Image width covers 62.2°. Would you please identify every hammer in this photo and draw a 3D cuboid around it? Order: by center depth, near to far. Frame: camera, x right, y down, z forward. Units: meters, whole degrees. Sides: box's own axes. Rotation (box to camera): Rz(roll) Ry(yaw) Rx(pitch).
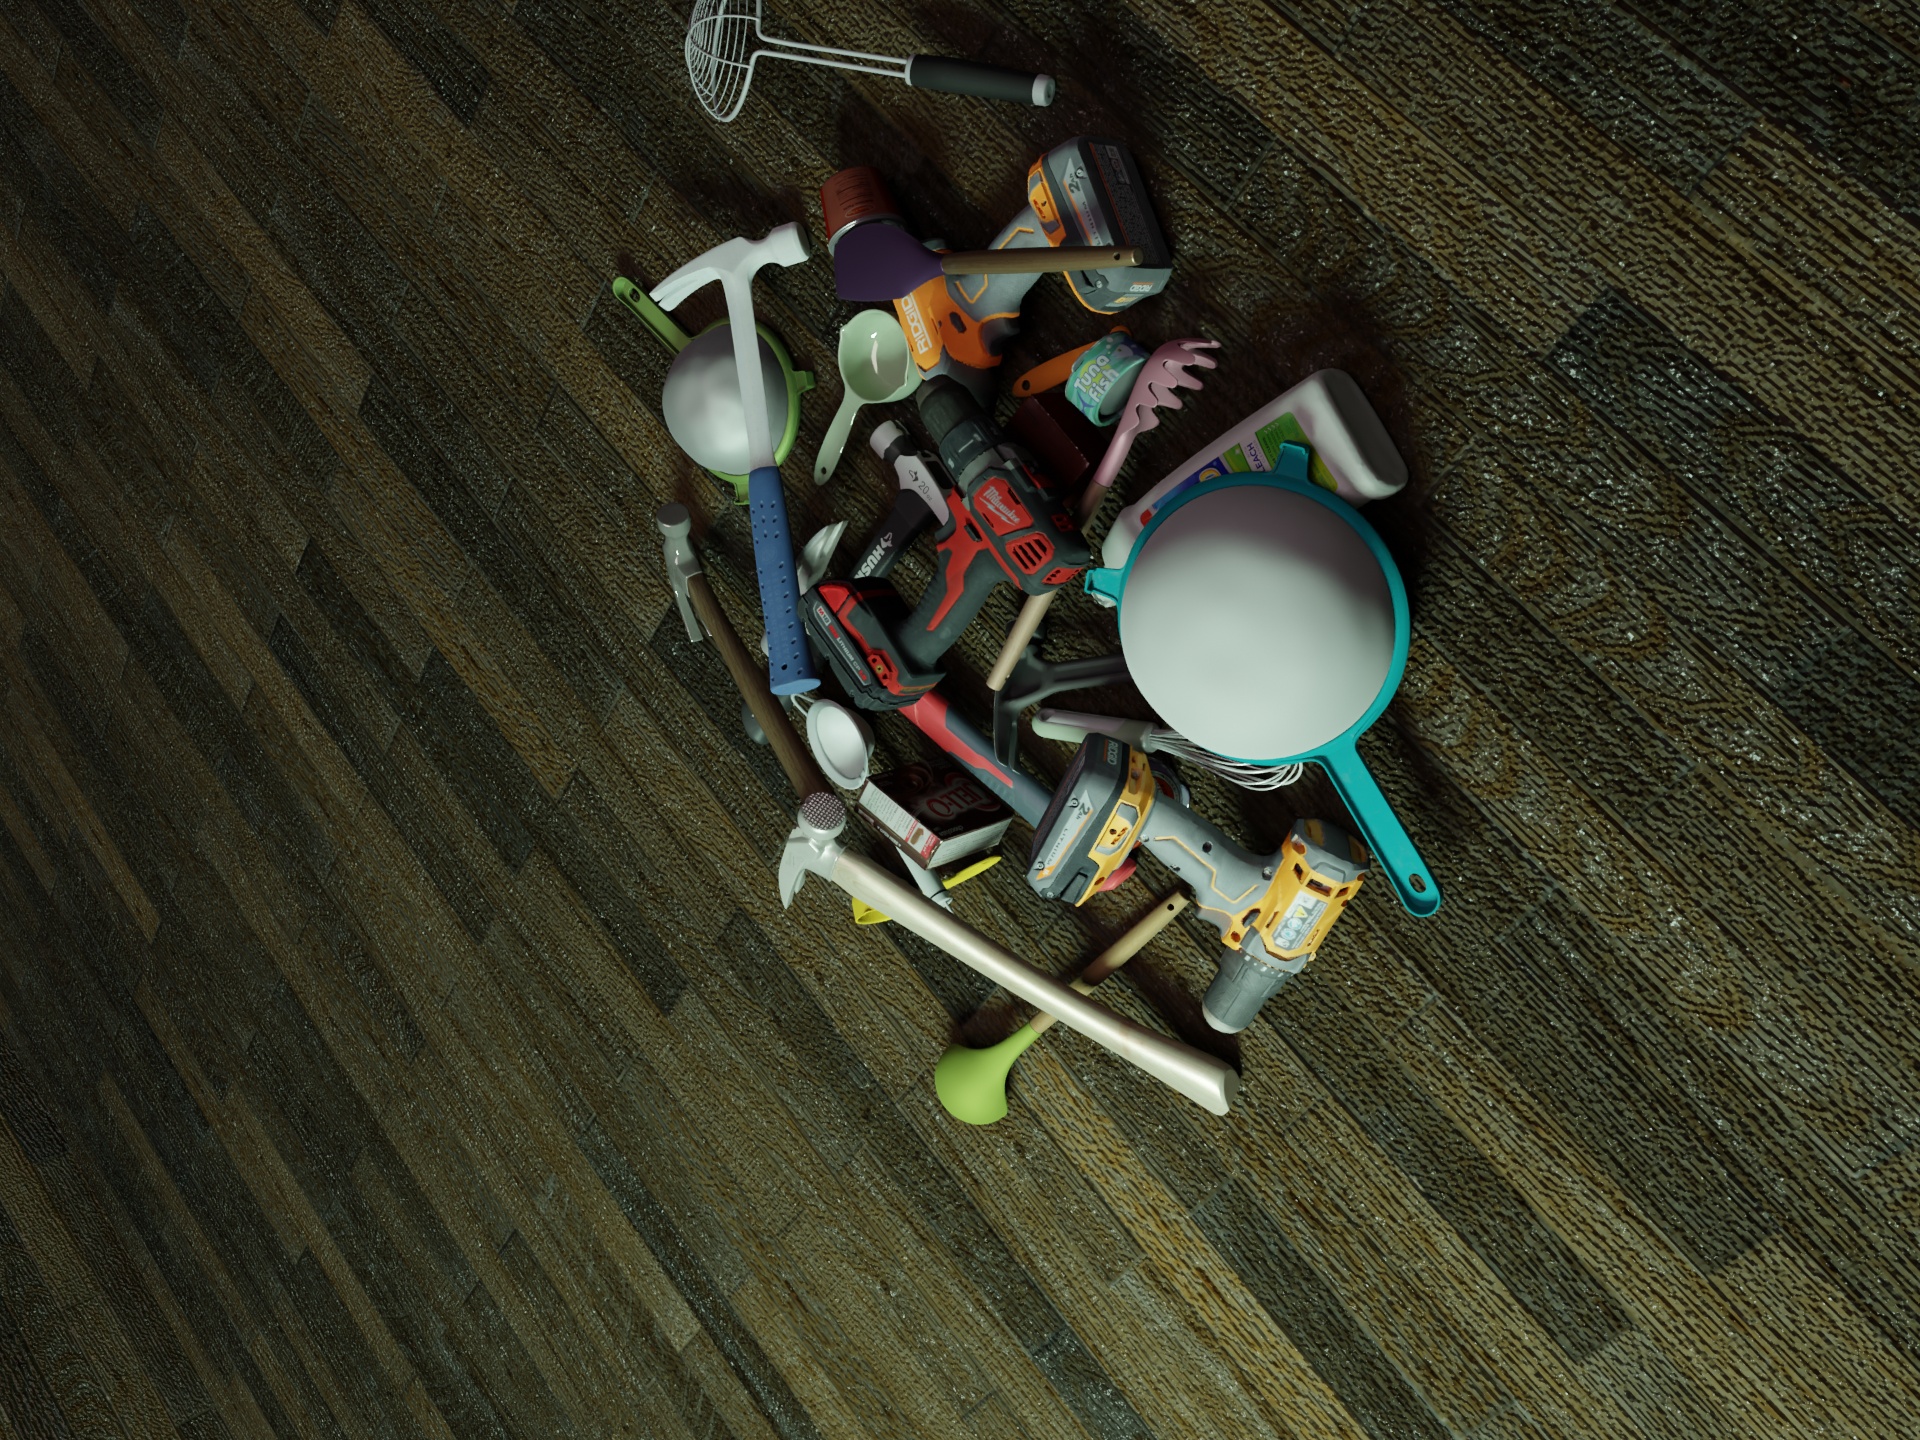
[{"bbox_3d":[0.172,-0.039,1.194,0.337,0.034,0.127,-8,65,34],"label":"hammer"},{"bbox_3d":[0.036,0.205,1.292,0.410,0.038,0.146,30,143,6],"label":"hammer"},{"bbox_3d":[-0.002,-0.004,1.323,0.386,0.038,0.143,40,123,16],"label":"hammer"},{"bbox_3d":[-0.173,-0.219,1.344,0.144,0.035,0.406,-13,76,15],"label":"hammer"},{"bbox_3d":[-0.102,-0.094,1.410,0.146,0.035,0.334,51,125,17],"label":"hammer"},{"bbox_3d":[-0.192,-0.043,1.418,0.332,0.031,0.130,57,160,31],"label":"hammer"}]

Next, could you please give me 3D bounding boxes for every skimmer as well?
[{"bbox_3d":[-0.079,-0.537,1.300,0.363,0.090,0.127,18,108,22],"label":"skimmer"}]

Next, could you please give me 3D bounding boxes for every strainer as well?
[{"bbox_3d":[0.223,-0.003,1.080,0.211,0.095,0.340,-32,88,33],"label":"strainer"},{"bbox_3d":[-0.069,0.071,1.399,0.259,0.050,0.086,57,145,22],"label":"strainer"},{"bbox_3d":[-0.254,-0.325,1.452,0.256,0.069,0.151,46,123,18],"label":"strainer"}]

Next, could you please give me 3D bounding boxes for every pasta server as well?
[{"bbox_3d":[0.100,-0.153,1.207,0.040,0.060,0.316,35,112,18],"label":"pasta server"}]

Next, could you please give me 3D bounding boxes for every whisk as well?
[{"bbox_3d":[0.155,0.014,1.235,0.246,0.058,0.059,9,135,40],"label":"whisk"}]

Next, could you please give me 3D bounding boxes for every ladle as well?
[{"bbox_3d":[0.086,0.240,1.345,0.078,0.062,0.320,50,118,13],"label":"ladle"}]

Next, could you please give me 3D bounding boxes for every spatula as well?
[{"bbox_3d":[0.009,-0.343,1.185,0.316,0.018,0.059,14,112,43],"label":"spatula"}]

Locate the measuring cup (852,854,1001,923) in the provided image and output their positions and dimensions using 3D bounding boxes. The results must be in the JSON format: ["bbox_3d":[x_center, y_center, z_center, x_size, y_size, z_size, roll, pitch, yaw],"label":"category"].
[{"bbox_3d":[-0.031,0.140,1.405,0.156,0.062,0.029,-28,68,26],"label":"measuring cup"}]

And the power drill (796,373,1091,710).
[{"bbox_3d":[-0.025,-0.135,1.231,0.226,0.080,0.188,-41,74,30],"label":"power drill"}]

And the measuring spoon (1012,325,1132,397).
[{"bbox_3d":[0.084,-0.279,1.243,0.117,0.011,0.021,-19,88,38],"label":"measuring spoon"}]

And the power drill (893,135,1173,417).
[{"bbox_3d":[0.047,-0.324,1.221,0.226,0.084,0.164,-23,86,42],"label":"power drill"}]

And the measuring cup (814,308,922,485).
[{"bbox_3d":[-0.081,-0.271,1.355,0.083,0.038,0.167,43,124,22],"label":"measuring cup"}]

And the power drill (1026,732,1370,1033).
[{"bbox_3d":[0.164,0.127,1.186,0.226,0.084,0.185,24,116,-4],"label":"power drill"}]
